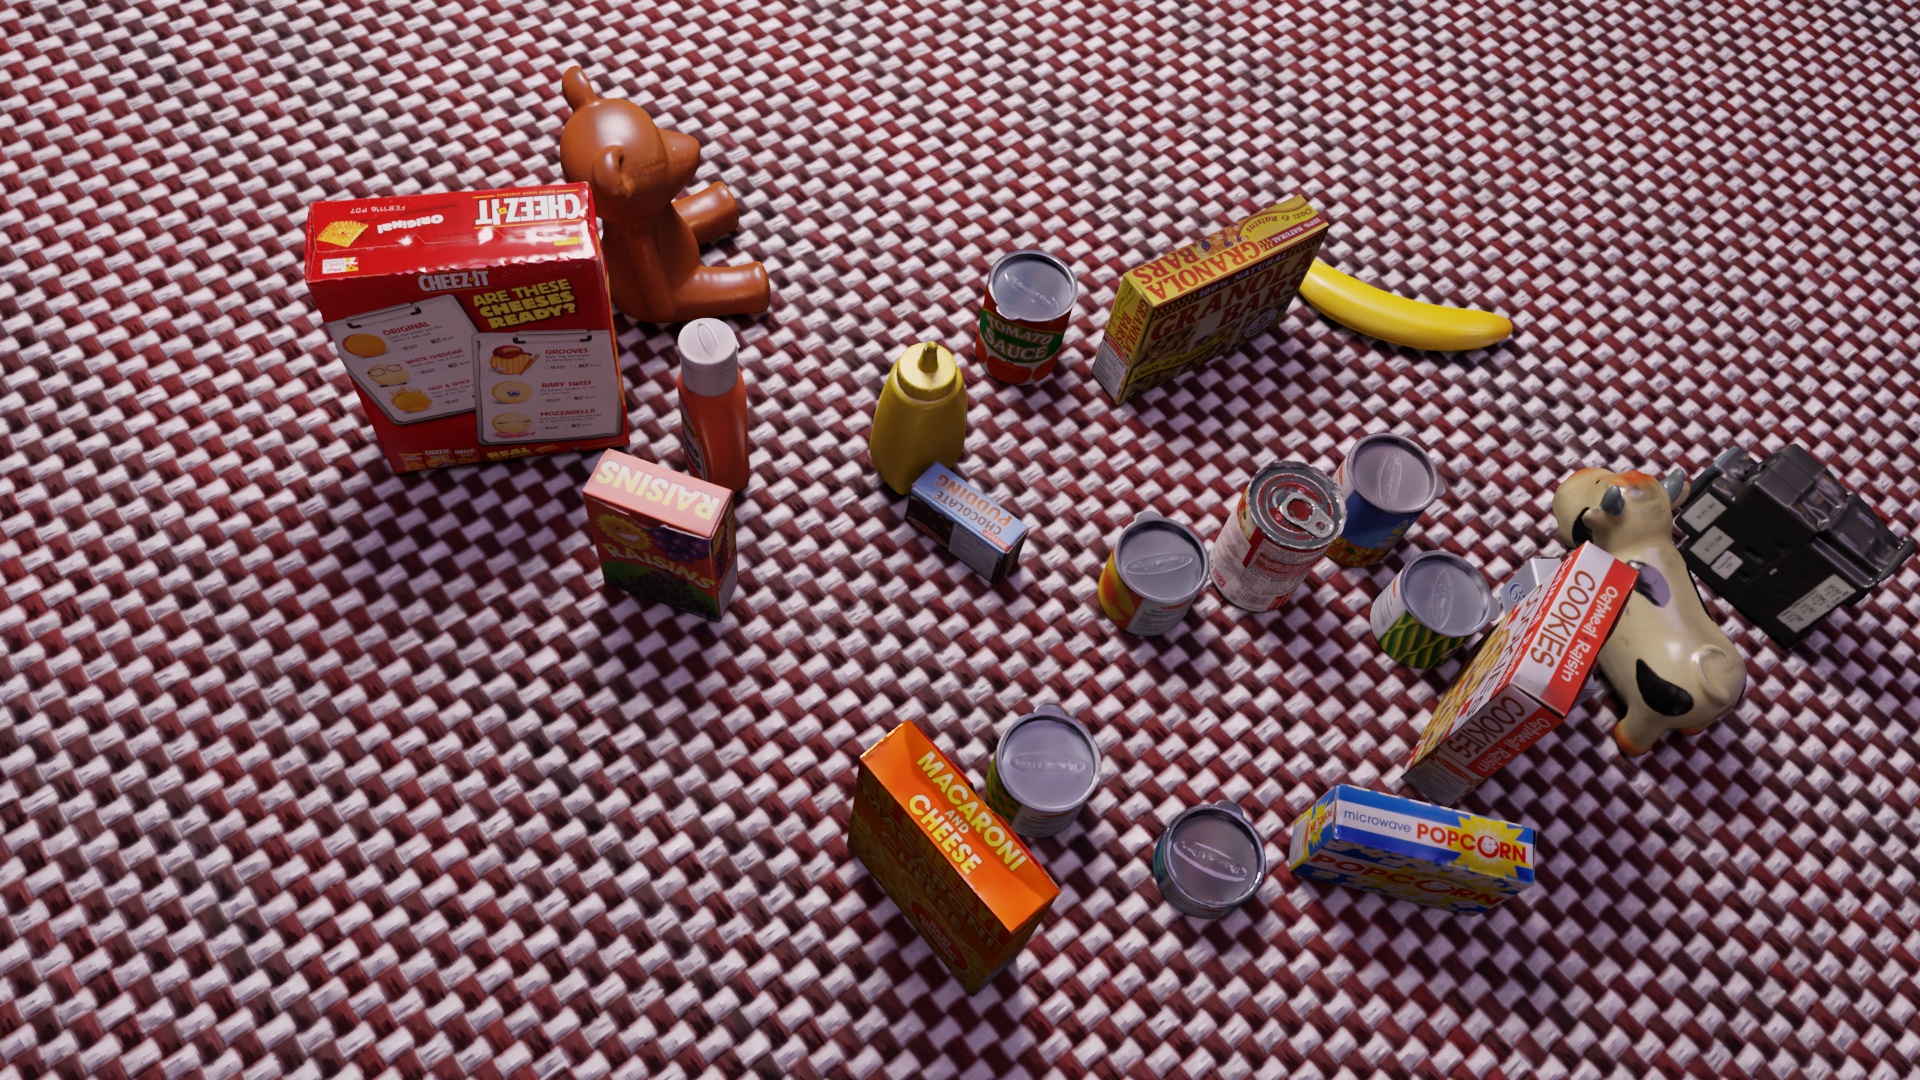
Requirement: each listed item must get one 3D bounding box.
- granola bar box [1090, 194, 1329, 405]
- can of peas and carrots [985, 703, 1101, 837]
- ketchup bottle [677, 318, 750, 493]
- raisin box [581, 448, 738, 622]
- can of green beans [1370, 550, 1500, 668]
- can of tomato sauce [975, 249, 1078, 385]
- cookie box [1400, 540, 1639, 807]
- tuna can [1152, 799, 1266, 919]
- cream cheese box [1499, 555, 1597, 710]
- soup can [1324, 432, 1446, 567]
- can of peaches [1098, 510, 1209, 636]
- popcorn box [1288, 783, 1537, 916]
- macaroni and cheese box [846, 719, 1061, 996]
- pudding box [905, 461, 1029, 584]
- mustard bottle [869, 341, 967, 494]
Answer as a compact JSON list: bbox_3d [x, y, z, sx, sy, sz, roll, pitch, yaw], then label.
[{"bbox_3d":[0.186,-0.179,1.043,0.166,0.123,0.039,-27,68,-20],"label":"granola bar box"},{"bbox_3d":[0.051,0.147,0.881,0.071,0.058,0.071,3,61,-6],"label":"can of peas and carrots"},{"bbox_3d":[-0.166,-0.091,0.932,0.043,0.148,0.065,-19,66,-17],"label":"ketchup bottle"},{"bbox_3d":[-0.190,-0.001,0.894,0.086,0.122,0.040,20,61,3],"label":"raisin box"},{"bbox_3d":[0.329,0.049,0.974,0.071,0.057,0.071,3,61,-6],"label":"can of green beans"},{"bbox_3d":[0.047,-0.164,1.040,0.071,0.082,0.071,3,61,-6],"label":"can of tomato sauce"},{"bbox_3d":[0.356,0.090,0.892,0.040,0.166,0.123,34,62,11],"label":"cookie box"},{"bbox_3d":[0.158,0.201,0.880,0.071,0.032,0.071,3,61,-6],"label":"tuna can"},{"bbox_3d":[0.412,0.068,0.977,0.024,0.053,0.104,1,61,-7],"label":"cream cheese box"},{"bbox_3d":[0.297,-0.027,0.997,0.071,0.083,0.071,3,61,-6],"label":"soup can"},{"bbox_3d":[0.132,0.024,0.961,0.071,0.057,0.071,3,61,-6],"label":"can of peaches"},{"bbox_3d":[0.281,0.195,0.871,0.127,0.084,0.038,13,61,0],"label":"popcorn box"},{"bbox_3d":[-0.009,0.184,0.791,0.040,0.165,0.124,-36,71,-23],"label":"macaroni and cheese box"},{"bbox_3d":[0.003,-0.012,0.968,0.084,0.049,0.030,36,63,12],"label":"pudding box"},{"bbox_3d":[-0.026,-0.091,0.945,0.065,0.159,0.049,-31,70,-22],"label":"mustard bottle"}]
